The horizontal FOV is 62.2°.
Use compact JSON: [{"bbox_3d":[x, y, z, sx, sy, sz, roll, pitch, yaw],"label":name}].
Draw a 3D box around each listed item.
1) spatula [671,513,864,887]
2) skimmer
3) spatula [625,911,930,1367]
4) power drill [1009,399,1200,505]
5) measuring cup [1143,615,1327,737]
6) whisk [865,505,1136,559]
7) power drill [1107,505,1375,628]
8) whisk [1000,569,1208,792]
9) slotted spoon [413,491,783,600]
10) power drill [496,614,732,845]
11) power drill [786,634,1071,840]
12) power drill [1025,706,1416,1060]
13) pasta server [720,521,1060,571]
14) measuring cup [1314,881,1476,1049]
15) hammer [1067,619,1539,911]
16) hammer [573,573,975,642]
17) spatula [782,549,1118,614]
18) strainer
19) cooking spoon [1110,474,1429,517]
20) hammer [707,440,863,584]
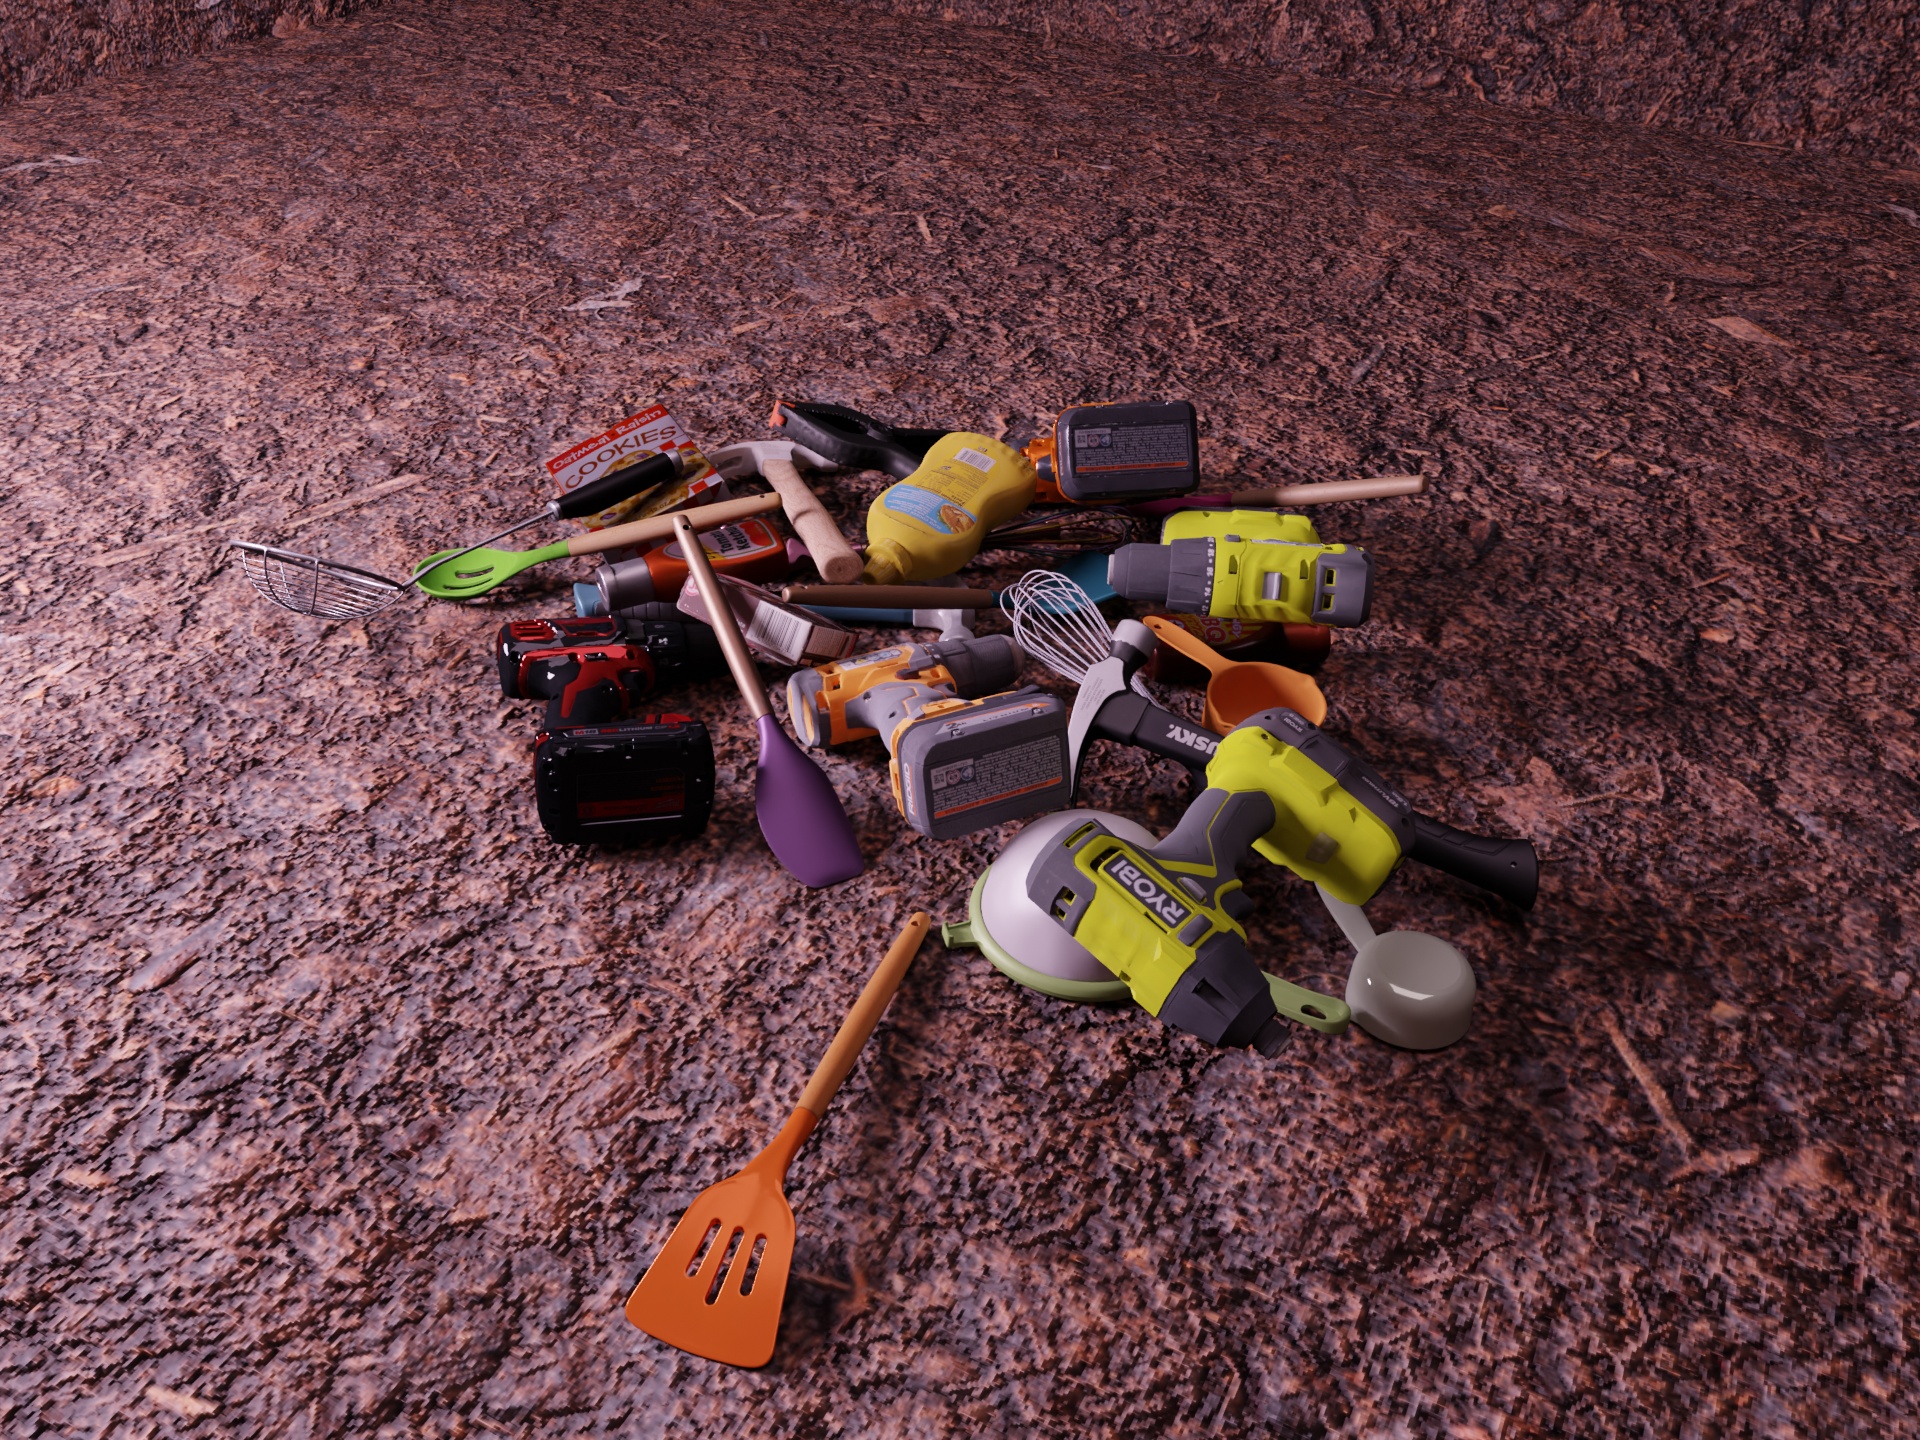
[{"bbox_3d":[-0.149,-0.021,1.124,0.059,0.018,0.316,-15,64,-22],"label":"spatula"},{"bbox_3d":[-0.394,-0.173,1.288,0.363,0.090,0.127,-30,20,-28],"label":"skimmer"},{"bbox_3d":[-0.079,0.215,0.901,0.081,0.041,0.323,13,34,15],"label":"spatula"},{"bbox_3d":[0.139,-0.231,1.407,0.164,0.084,0.226,-5,5,-8],"label":"power drill"},{"bbox_3d":[0.196,-0.019,1.198,0.095,0.052,0.174,-24,46,-29],"label":"measuring cup"},{"bbox_3d":[0.038,-0.156,1.392,0.245,0.051,0.047,-7,15,-13],"label":"whisk"},{"bbox_3d":[0.212,-0.121,1.251,0.190,0.080,0.228,5,12,5],"label":"power drill"},{"bbox_3d":[0.128,-0.019,1.183,0.070,0.070,0.285,-23,54,-30],"label":"whisk"},{"bbox_3d":[-0.301,-0.148,1.327,0.314,0.031,0.070,-13,41,3],"label":"slotted spoon"},{"bbox_3d":[-0.233,-0.009,1.156,0.188,0.080,0.227,-4,32,-19],"label":"power drill"},{"bbox_3d":[-0.002,-0.004,1.131,0.185,0.084,0.226,-15,24,-22],"label":"power drill"},{"bbox_3d":[0.169,0.095,0.952,0.171,0.080,0.223,40,47,20],"label":"power drill"},{"bbox_3d":[-0.062,-0.159,1.398,0.316,0.040,0.060,-8,27,-15],"label":"pasta server"},{"bbox_3d":[0.265,0.135,1.007,0.083,0.038,0.168,-8,37,-13],"label":"measuring cup"},{"bbox_3d":[0.228,0.051,1.083,0.335,0.035,0.146,23,70,18],"label":"hammer"},{"bbox_3d":[-0.154,-0.094,1.308,0.331,0.033,0.128,1,37,-1],"label":"hammer"},{"bbox_3d":[0.002,-0.108,1.266,0.317,0.044,0.082,-3,27,-35],"label":"spatula"},{"bbox_3d":[0.125,0.121,0.995,0.256,0.069,0.151,21,40,26],"label":"strainer"},{"bbox_3d":[0.257,-0.190,1.363,0.068,0.017,0.319,-10,8,-42],"label":"cooking spoon"},{"bbox_3d":[-0.141,-0.188,1.384,0.130,0.031,0.332,-4,26,-16],"label":"hammer"}]
